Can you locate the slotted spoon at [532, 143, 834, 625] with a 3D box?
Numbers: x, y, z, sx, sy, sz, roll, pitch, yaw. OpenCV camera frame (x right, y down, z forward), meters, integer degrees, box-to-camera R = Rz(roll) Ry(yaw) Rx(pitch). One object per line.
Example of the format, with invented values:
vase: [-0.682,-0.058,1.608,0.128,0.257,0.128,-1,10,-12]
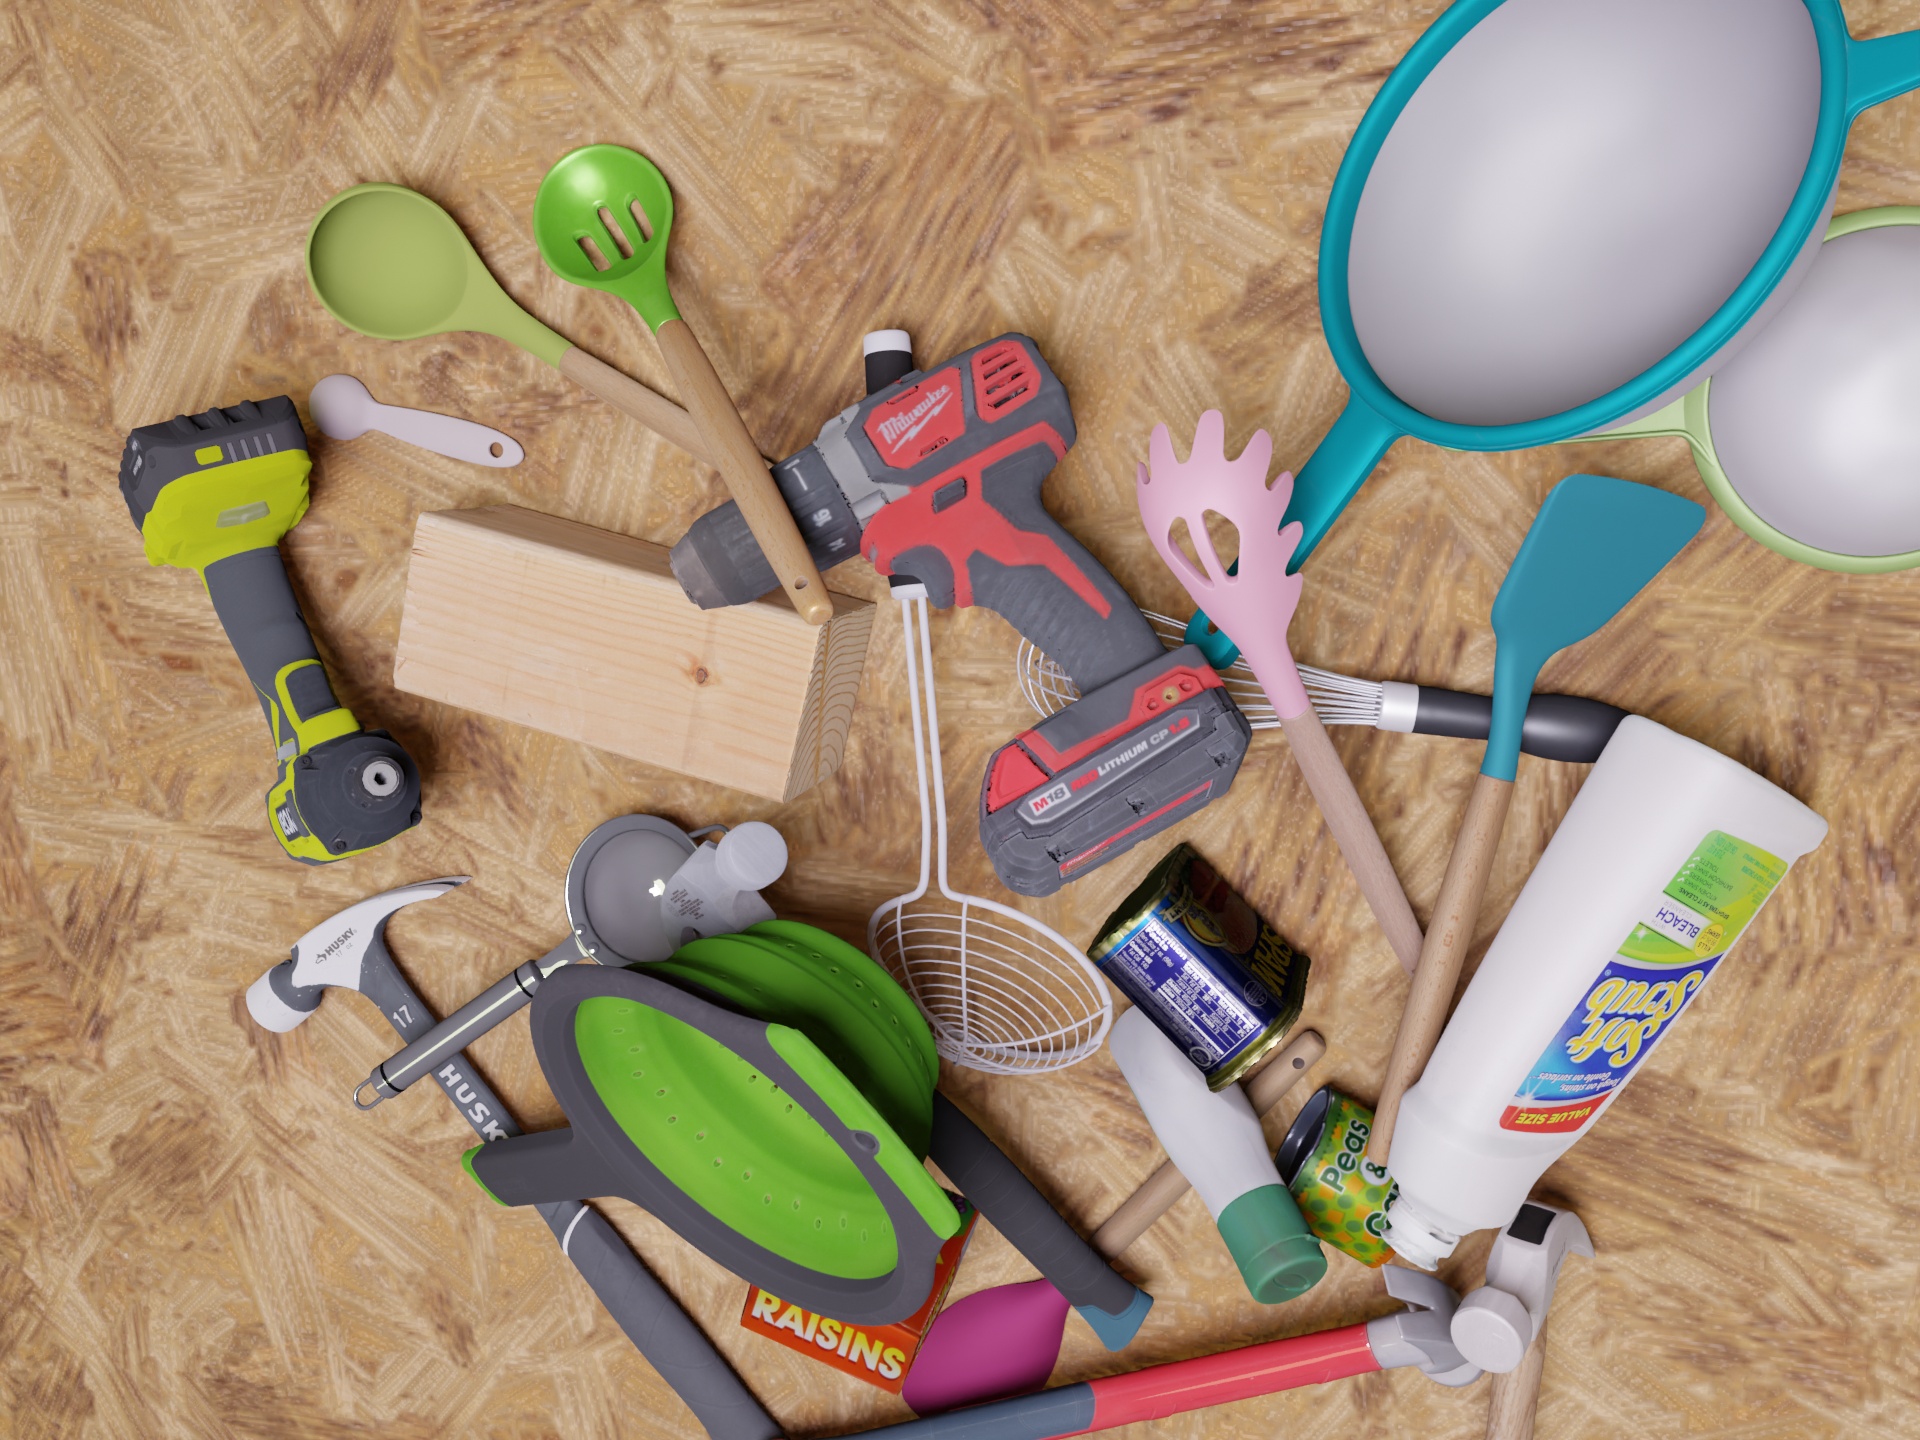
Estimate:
slotted spoon: [-0.121,-0.155,0.706,0.070,0.031,0.314,-33,58,4]

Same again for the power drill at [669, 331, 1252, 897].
power drill: [-0.002,-0.038,0.676,0.188,0.080,0.227,-29,74,-3]

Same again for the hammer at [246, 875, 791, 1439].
hammer: [-0.222,0.266,0.888,0.149,0.036,0.409,-39,90,17]

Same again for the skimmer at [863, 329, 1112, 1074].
skimmer: [-0.001,-0.002,0.773,0.127,0.090,0.363,-5,91,34]

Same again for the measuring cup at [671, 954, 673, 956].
measuring cup: [-0.092,0.178,0.834,0.167,0.038,0.083,33,107,8]

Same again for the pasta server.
pasta server: [0.152,0.008,0.678,0.060,0.040,0.315,-11,130,30]

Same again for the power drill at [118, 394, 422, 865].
power drill: [-0.338,-0.039,0.799,0.171,0.080,0.223,-16,96,58]

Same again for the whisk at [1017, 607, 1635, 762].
whisk: [0.166,-0.011,0.726,0.284,0.070,0.070,7,103,7]

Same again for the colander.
colander: [-0.126,0.175,0.742,0.397,0.094,0.204,-24,109,49]

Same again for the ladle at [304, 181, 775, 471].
ladle: [-0.177,-0.162,0.781,0.320,0.062,0.078,32,115,3]

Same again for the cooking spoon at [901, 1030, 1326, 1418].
cooking spoon: [0.076,0.270,0.822,0.069,0.017,0.319,41,108,3]

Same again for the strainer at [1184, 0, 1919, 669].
strainer: [0.219,-0.147,0.650,0.340,0.095,0.211,-55,43,24]

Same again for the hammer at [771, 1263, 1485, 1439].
hammer: [0.057,0.338,0.786,0.386,0.143,0.038,-21,55,18]

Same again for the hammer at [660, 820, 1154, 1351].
hammer: [-0.021,0.187,0.774,0.331,0.033,0.128,48,144,-9]

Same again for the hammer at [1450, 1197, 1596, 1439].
hammer: [0.259,0.373,0.760,0.031,0.130,0.331,12,116,33]

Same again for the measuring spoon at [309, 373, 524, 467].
measuring spoon: [-0.286,-0.152,0.828,0.124,0.018,0.034,16,104,10]

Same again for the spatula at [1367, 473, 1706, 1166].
spatula: [0.229,0.052,0.684,0.082,0.044,0.317,8,102,-26]

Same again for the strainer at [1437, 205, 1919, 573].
strainer: [0.328,-0.130,0.652,0.256,0.069,0.151,-2,101,13]

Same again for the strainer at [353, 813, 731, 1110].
strainer: [-0.218,0.129,0.836,0.258,0.050,0.087,-35,84,6]
